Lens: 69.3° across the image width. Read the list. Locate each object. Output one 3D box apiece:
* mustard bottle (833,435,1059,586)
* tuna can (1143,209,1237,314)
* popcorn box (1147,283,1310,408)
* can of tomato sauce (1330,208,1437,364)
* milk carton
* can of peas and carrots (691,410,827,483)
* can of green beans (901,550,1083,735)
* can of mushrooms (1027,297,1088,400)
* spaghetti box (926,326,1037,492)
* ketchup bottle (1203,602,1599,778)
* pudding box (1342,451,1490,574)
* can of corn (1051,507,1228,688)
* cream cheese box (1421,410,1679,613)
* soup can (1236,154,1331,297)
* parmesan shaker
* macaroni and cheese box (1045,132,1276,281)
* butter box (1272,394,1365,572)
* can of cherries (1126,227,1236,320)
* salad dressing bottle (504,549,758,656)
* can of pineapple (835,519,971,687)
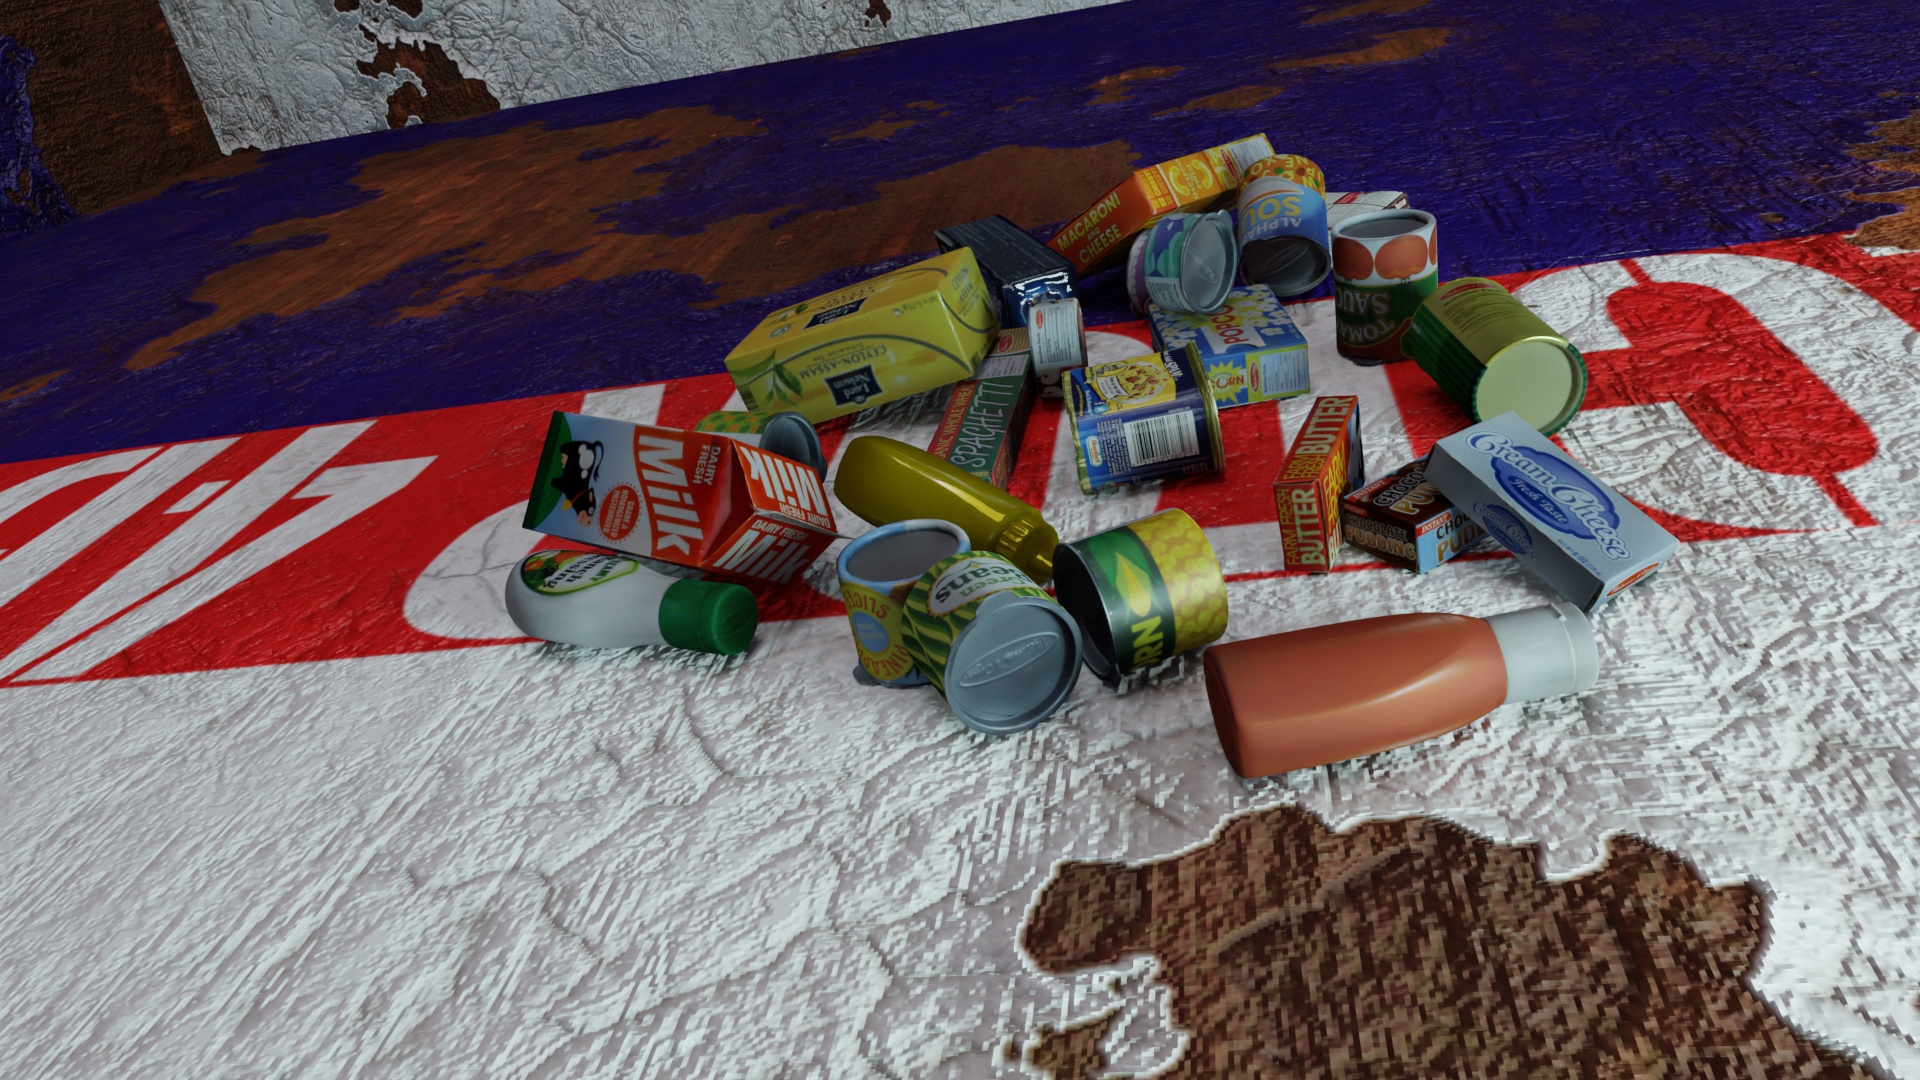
[{"bbox_3d":[0.003,-0.009,0.737,0.160,0.048,0.065,29,11,37],"label":"mustard bottle"},{"bbox_3d":[0.153,-0.187,0.923,0.033,0.070,0.071,13,36,41],"label":"tuna can"},{"bbox_3d":[0.176,-0.130,0.926,0.085,0.038,0.127,-9,27,3],"label":"popcorn box"},{"bbox_3d":[0.276,-0.166,0.907,0.071,0.082,0.071,-9,27,5],"label":"can of tomato sauce"},{"bbox_3d":[-0.151,-0.021,0.777,0.190,0.073,0.072,11,-5,34],"label":"milk carton"},{"bbox_3d":[-0.126,-0.047,0.858,0.059,0.070,0.071,4,31,29],"label":"can of peas and carrots"},{"bbox_3d":[0.013,0.044,0.623,0.071,0.071,0.058,-20,28,-15],"label":"can of green beans"},{"bbox_3d":[0.067,-0.129,0.939,0.033,0.070,0.071,-7,27,10],"label":"can of mushrooms"},{"bbox_3d":[0.018,-0.084,0.908,0.050,0.028,0.251,-5,27,14],"label":"spaghetti box"},{"bbox_3d":[0.177,0.055,0.562,0.149,0.043,0.065,-11,28,1],"label":"ketchup bottle"},{"bbox_3d":[0.238,-0.018,0.694,0.084,0.030,0.050,-24,29,-24],"label":"pudding box"},{"bbox_3d":[0.083,0.026,0.634,0.058,0.071,0.071,-18,27,-13],"label":"can of corn"},{"bbox_3d":[0.271,-0.016,0.644,0.053,0.024,0.104,-22,52,-24],"label":"cream cheese box"},{"bbox_3d":[0.238,-0.236,1.033,0.071,0.071,0.084,-4,59,15],"label":"soup can"},{"bbox_3d":[0.302,-0.102,0.794,0.071,0.071,0.103,-10,28,4],"label":"parmesan shaker"},{"bbox_3d":[0.160,-0.264,1.110,0.167,0.040,0.123,-26,-3,-38],"label":"macaroni and cheese box"},{"bbox_3d":[0.186,-0.031,0.714,0.024,0.053,0.104,1,29,27],"label":"butter box"},{"bbox_3d":[0.164,-0.195,1.031,0.058,0.071,0.072,11,35,36],"label":"can of cherries"},{"bbox_3d":[-0.176,0.034,0.741,0.147,0.043,0.064,6,24,30],"label":"salad dressing bottle"},{"bbox_3d":[-0.024,0.030,0.674,0.071,0.057,0.071,-9,27,5],"label":"can of pineapple"}]
